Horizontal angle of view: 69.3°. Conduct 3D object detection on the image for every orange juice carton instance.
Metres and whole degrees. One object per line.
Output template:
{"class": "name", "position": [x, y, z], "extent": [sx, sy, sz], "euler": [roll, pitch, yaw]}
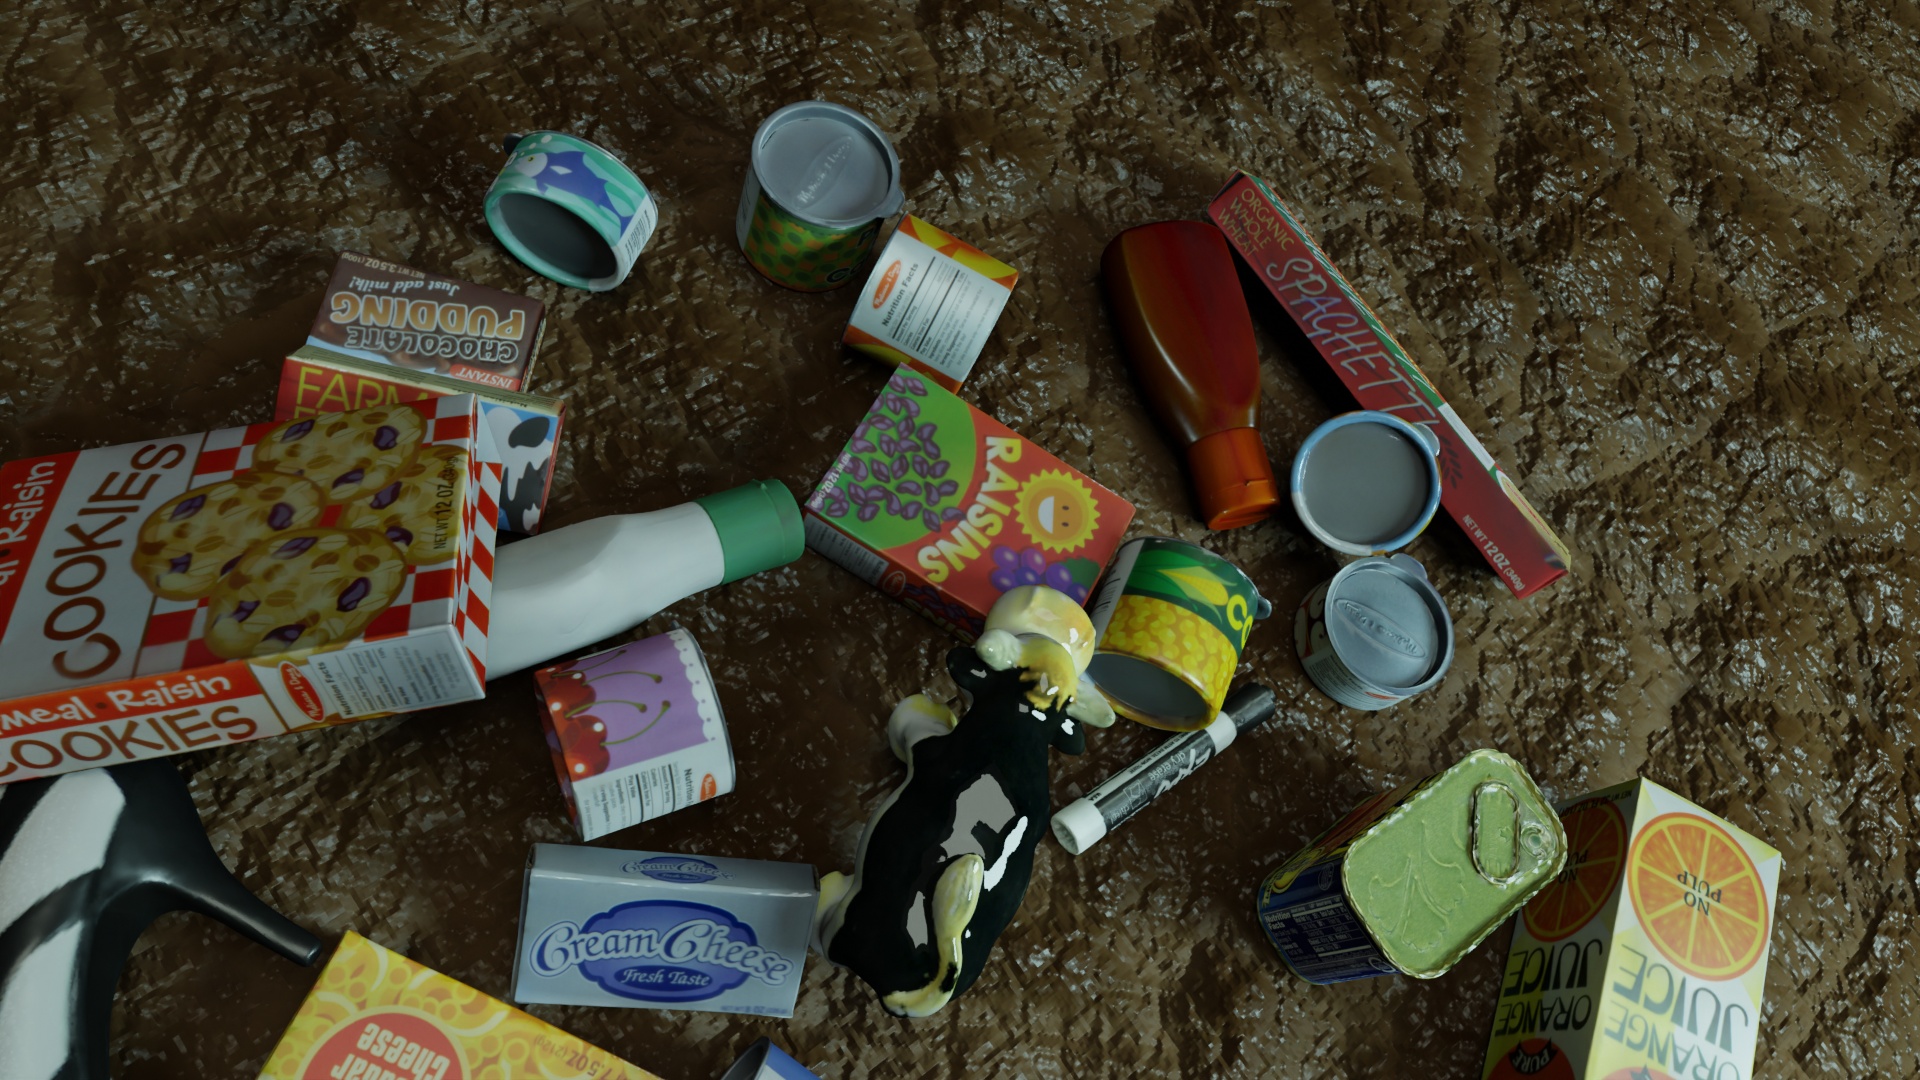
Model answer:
{"class": "orange juice carton", "position": [0.275, 0.205, 0.580], "extent": [0.073, 0.071, 0.193], "euler": [28, 63, -4]}

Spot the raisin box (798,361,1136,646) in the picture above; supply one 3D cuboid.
{"class": "raisin box", "position": [0.002, -0.008, 0.604], "extent": [0.123, 0.040, 0.086], "euler": [31, 63, -2]}

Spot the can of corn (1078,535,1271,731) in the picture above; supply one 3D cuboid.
{"class": "can of corn", "position": [0.090, 0.042, 0.592], "extent": [0.071, 0.071, 0.058], "euler": [29, 63, -4]}

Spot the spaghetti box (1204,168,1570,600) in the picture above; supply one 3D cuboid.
{"class": "spaghetti box", "position": [0.211, -0.080, 0.690], "extent": [0.250, 0.028, 0.050], "euler": [54, 24, 9]}

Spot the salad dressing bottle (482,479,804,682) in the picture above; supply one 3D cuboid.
{"class": "salad dressing bottle", "position": [-0.134, 0.012, 0.546], "extent": [0.148, 0.064, 0.043], "euler": [-19, 113, -29]}

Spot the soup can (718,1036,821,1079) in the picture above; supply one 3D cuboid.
{"class": "soup can", "position": [-0.055, 0.223, 0.477], "extent": [0.084, 0.071, 0.071], "euler": [39, 63, -4]}

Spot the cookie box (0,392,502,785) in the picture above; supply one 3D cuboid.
{"class": "cookie box", "position": [-0.249, 0.011, 0.473], "extent": [0.168, 0.040, 0.123], "euler": [-10, 44, -6]}

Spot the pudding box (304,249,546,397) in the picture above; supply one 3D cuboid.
{"class": "pudding box", "position": [-0.219, -0.083, 0.573], "extent": [0.084, 0.030, 0.050], "euler": [14, 66, -11]}

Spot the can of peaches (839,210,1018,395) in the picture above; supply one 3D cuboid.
{"class": "can of peaches", "position": [-0.014, -0.106, 0.626], "extent": [0.058, 0.071, 0.071], "euler": [27, 64, -5]}

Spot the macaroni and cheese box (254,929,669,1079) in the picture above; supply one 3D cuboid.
{"class": "macaroni and cheese box", "position": [-0.188, 0.230, 0.447], "extent": [0.124, 0.040, 0.167], "euler": [27, 63, -4]}

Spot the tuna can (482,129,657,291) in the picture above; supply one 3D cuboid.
{"class": "tuna can", "position": [-0.168, -0.140, 0.591], "extent": [0.071, 0.070, 0.033], "euler": [24, 64, -6]}

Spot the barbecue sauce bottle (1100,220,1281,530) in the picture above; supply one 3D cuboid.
{"class": "barbecue sauce bottle", "position": [0.115, -0.080, 0.665], "extent": [0.065, 0.043, 0.149], "euler": [-7, 71, -21]}

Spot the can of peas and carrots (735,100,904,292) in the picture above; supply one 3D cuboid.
{"class": "can of peas and carrots", "position": [-0.064, -0.154, 0.633], "extent": [0.071, 0.058, 0.071], "euler": [6, 67, -15]}

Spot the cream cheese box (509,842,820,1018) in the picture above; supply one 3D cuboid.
{"class": "cream cheese box", "position": [-0.107, 0.142, 0.503], "extent": [0.104, 0.024, 0.053], "euler": [8, 104, -14]}

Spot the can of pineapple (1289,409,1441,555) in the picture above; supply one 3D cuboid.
{"class": "can of pineapple", "position": [0.188, -0.029, 0.641], "extent": [0.071, 0.058, 0.071], "euler": [1, 94, 17]}

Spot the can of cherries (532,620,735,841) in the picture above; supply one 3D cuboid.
{"class": "can of cherries", "position": [-0.123, 0.070, 0.520], "extent": [0.058, 0.071, 0.071], "euler": [-16, 74, -21]}

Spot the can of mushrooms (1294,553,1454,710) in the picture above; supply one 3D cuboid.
{"class": "can of mushrooms", "position": [0.192, 0.042, 0.644], "extent": [0.071, 0.033, 0.071], "euler": [6, 67, -14]}

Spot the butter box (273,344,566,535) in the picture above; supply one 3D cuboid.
{"class": "butter box", "position": [-0.212, -0.039, 0.546], "extent": [0.103, 0.024, 0.053], "euler": [12, 105, -12]}
